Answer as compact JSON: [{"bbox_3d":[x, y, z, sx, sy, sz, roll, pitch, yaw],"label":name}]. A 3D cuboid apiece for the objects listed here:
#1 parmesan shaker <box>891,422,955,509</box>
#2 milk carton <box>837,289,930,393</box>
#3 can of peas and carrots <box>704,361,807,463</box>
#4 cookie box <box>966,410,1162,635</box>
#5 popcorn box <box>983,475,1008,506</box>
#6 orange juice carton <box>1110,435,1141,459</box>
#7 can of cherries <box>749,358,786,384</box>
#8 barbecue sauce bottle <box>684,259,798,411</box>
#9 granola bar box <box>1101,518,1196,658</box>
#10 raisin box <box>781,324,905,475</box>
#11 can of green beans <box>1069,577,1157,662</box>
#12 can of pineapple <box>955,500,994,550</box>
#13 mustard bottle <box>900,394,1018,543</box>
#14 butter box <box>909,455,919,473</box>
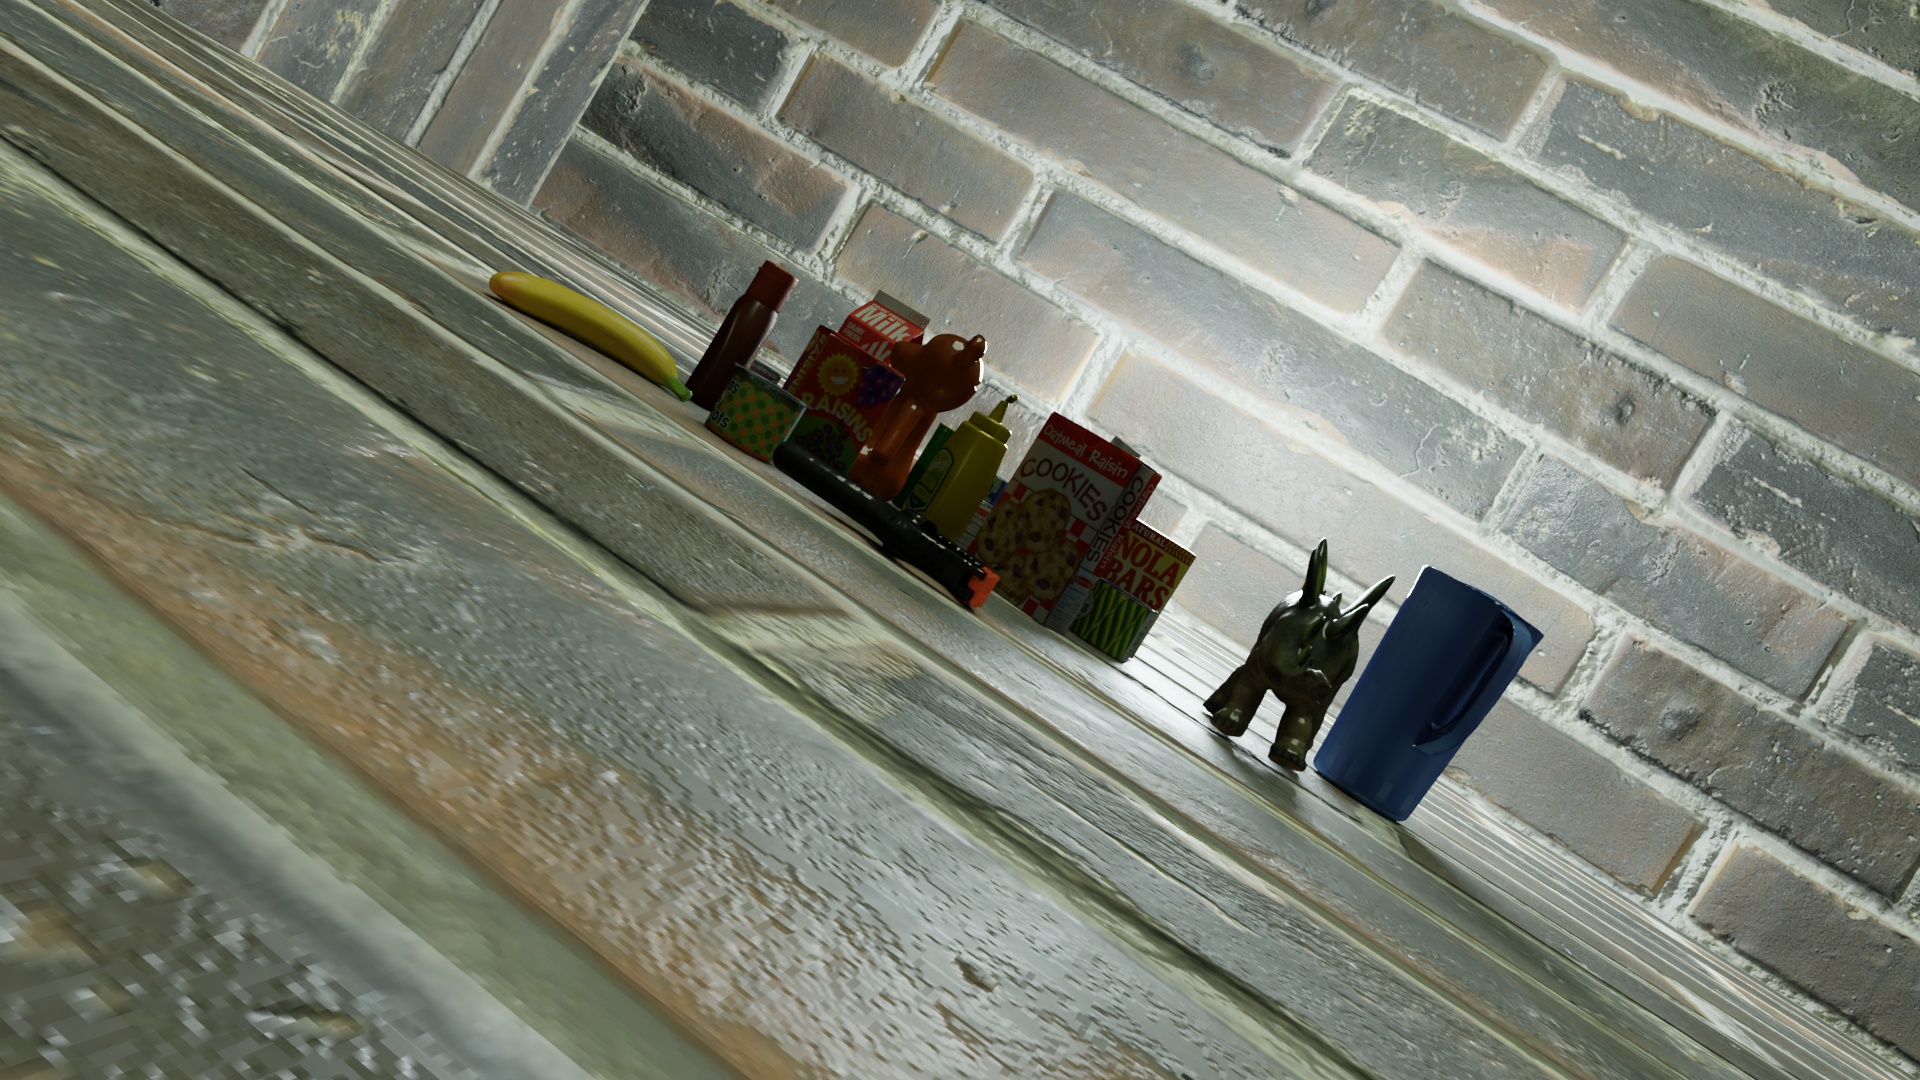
[{"bbox_3d":[-0.019,-0.068,1.519,0.071,0.103,0.071,31,3,-2],"label":"parmesan shaker"},{"bbox_3d":[-0.109,-0.172,1.488,0.072,0.190,0.073,33,3,15],"label":"milk carton"},{"bbox_3d":[-0.172,-0.105,1.151,0.071,0.058,0.071,31,4,-2],"label":"can of peas and carrots"},{"bbox_3d":[0.088,-0.018,1.247,0.040,0.167,0.123,28,5,-47],"label":"cookie box"},{"bbox_3d":[0.012,-0.044,1.590,0.038,0.085,0.127,29,4,-35],"label":"popcorn box"},{"bbox_3d":[0.142,-0.027,1.588,0.073,0.192,0.072,34,4,37],"label":"orange juice carton"},{"bbox_3d":[-0.226,-0.162,1.446,0.071,0.058,0.071,31,4,-2],"label":"can of cherries"},{"bbox_3d":[-0.206,-0.191,1.305,0.043,0.148,0.065,30,4,-21],"label":"barbecue sauce bottle"},{"bbox_3d":[0.133,0.026,1.361,0.165,0.124,0.039,30,4,-28],"label":"granola bar box"},{"bbox_3d":[-0.118,-0.117,1.235,0.086,0.123,0.040,30,4,-30],"label":"raisin box"},{"bbox_3d":[0.144,0.075,1.321,0.071,0.058,0.071,31,4,-2],"label":"can of green beans"},{"bbox_3d":[0.005,-0.018,1.413,0.071,0.058,0.071,31,4,-2],"label":"can of pineapple"},{"bbox_3d":[0.003,-0.065,1.238,0.049,0.160,0.065,30,4,-28],"label":"mustard bottle"},{"bbox_3d":[-0.070,-0.080,1.648,0.024,0.053,0.103,33,4,22],"label":"butter box"}]
